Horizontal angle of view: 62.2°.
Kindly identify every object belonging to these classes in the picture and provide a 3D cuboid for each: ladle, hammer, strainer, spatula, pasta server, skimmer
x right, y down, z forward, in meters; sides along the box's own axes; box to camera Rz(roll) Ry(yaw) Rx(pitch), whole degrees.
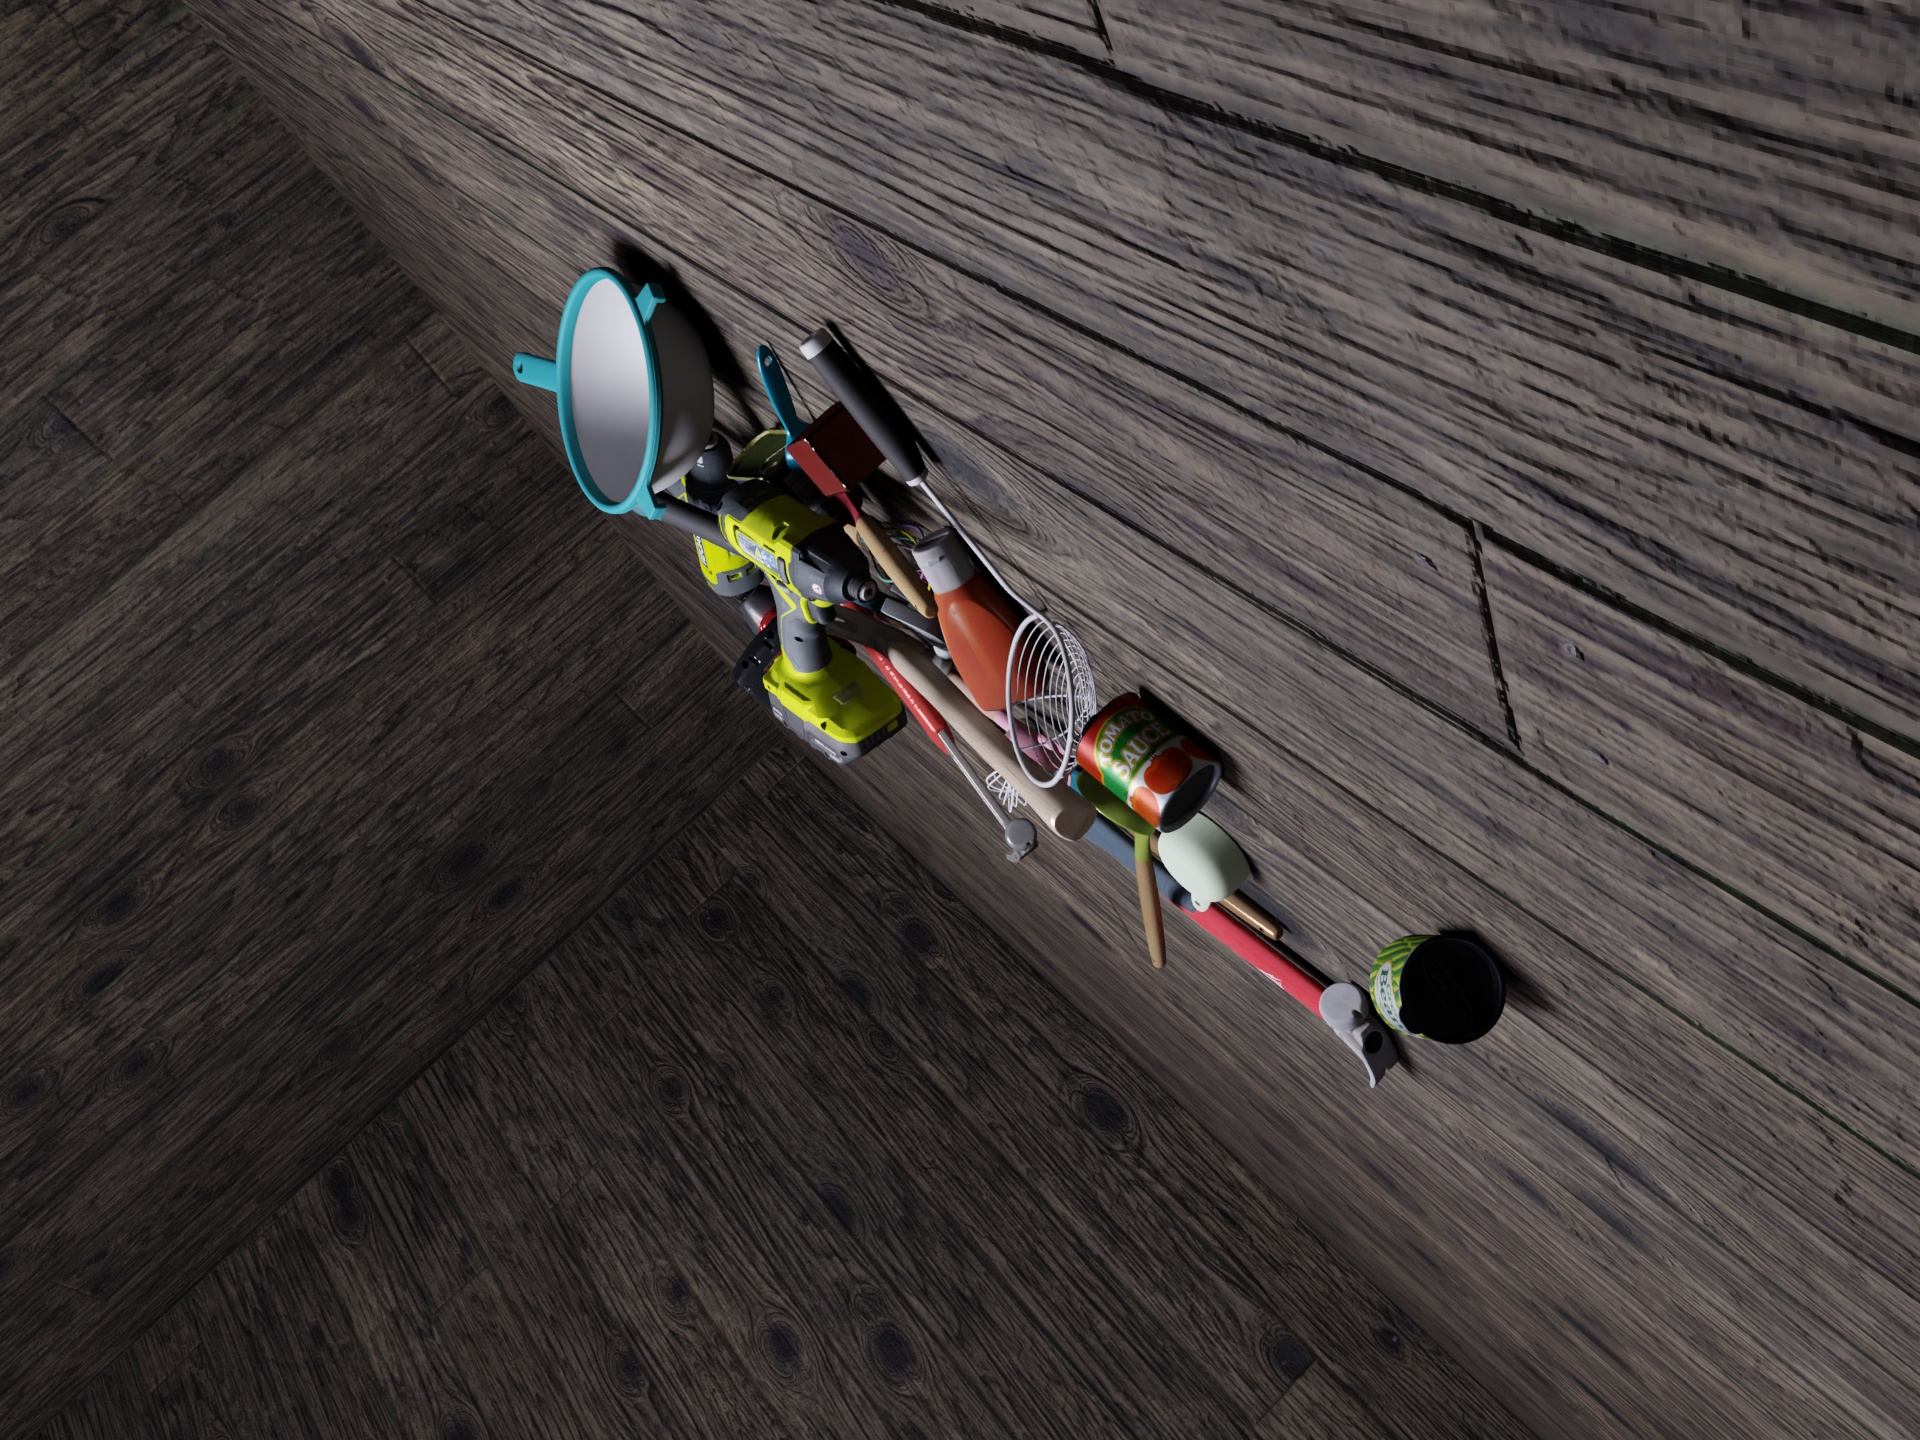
[{"bbox_3d":[0.153,0.140,1.399,0.078,0.062,0.319,48,163,37],"label":"ladle"},{"bbox_3d":[0.236,0.188,1.451,0.387,0.038,0.143,38,169,44],"label":"hammer"},{"bbox_3d":[-0.037,-0.009,1.630,0.359,0.037,0.149,54,174,6],"label":"hammer"},{"bbox_3d":[-0.312,-0.309,1.458,0.341,0.095,0.211,26,119,52],"label":"strainer"},{"bbox_3d":[-0.064,-0.139,1.196,0.069,0.031,0.316,63,176,-30],"label":"ladle"},{"bbox_3d":[-0.002,-0.004,1.387,0.146,0.038,0.411,22,-168,-31],"label":"hammer"},{"bbox_3d":[0.166,0.116,1.435,0.318,0.044,0.082,37,158,43],"label":"spatula"},{"bbox_3d":[0.024,-0.006,1.516,0.060,0.040,0.316,21,-170,-30],"label":"pasta server"},{"bbox_3d":[-0.151,-0.141,1.443,0.331,0.033,0.128,24,173,10],"label":"hammer"},{"bbox_3d":[-0.015,-0.109,1.133,0.363,0.090,0.127,50,173,-23],"label":"skimmer"}]

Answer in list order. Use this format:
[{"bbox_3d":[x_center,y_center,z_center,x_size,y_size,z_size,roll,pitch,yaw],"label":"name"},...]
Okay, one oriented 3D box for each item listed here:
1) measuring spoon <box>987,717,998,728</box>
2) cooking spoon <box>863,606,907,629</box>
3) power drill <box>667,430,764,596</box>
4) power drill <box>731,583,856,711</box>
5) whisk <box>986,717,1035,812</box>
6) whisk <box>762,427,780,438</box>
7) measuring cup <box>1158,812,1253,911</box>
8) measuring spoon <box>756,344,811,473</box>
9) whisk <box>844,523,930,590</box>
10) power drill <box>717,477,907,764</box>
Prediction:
[{"bbox_3d":[0.020,-0.017,1.640,0.034,0.018,0.124,46,166,35],"label":"measuring spoon"},{"bbox_3d":[-0.079,-0.112,1.654,0.068,0.017,0.319,49,171,-20],"label":"cooking spoon"},{"bbox_3d":[-0.271,-0.255,1.566,0.229,0.080,0.190,52,160,32],"label":"power drill"},{"bbox_3d":[-0.167,-0.071,1.583,0.143,0.078,0.220,39,-171,-17],"label":"power drill"},{"bbox_3d":[0.058,0.043,1.623,0.059,0.058,0.246,11,163,3],"label":"whisk"},{"bbox_3d":[-0.180,-0.230,1.526,0.055,0.055,0.239,46,167,3],"label":"whisk"},{"bbox_3d":[0.195,0.134,1.321,0.083,0.038,0.167,42,160,22],"label":"measuring cup"},{"bbox_3d":[-0.133,-0.248,1.275,0.021,0.042,0.128,19,151,29],"label":"measuring spoon"},{"bbox_3d":[-0.074,-0.152,1.380,0.047,0.051,0.245,45,176,-28],"label":"whisk"},{"bbox_3d":[-0.117,-0.077,1.330,0.171,0.080,0.223,35,149,37],"label":"power drill"}]
